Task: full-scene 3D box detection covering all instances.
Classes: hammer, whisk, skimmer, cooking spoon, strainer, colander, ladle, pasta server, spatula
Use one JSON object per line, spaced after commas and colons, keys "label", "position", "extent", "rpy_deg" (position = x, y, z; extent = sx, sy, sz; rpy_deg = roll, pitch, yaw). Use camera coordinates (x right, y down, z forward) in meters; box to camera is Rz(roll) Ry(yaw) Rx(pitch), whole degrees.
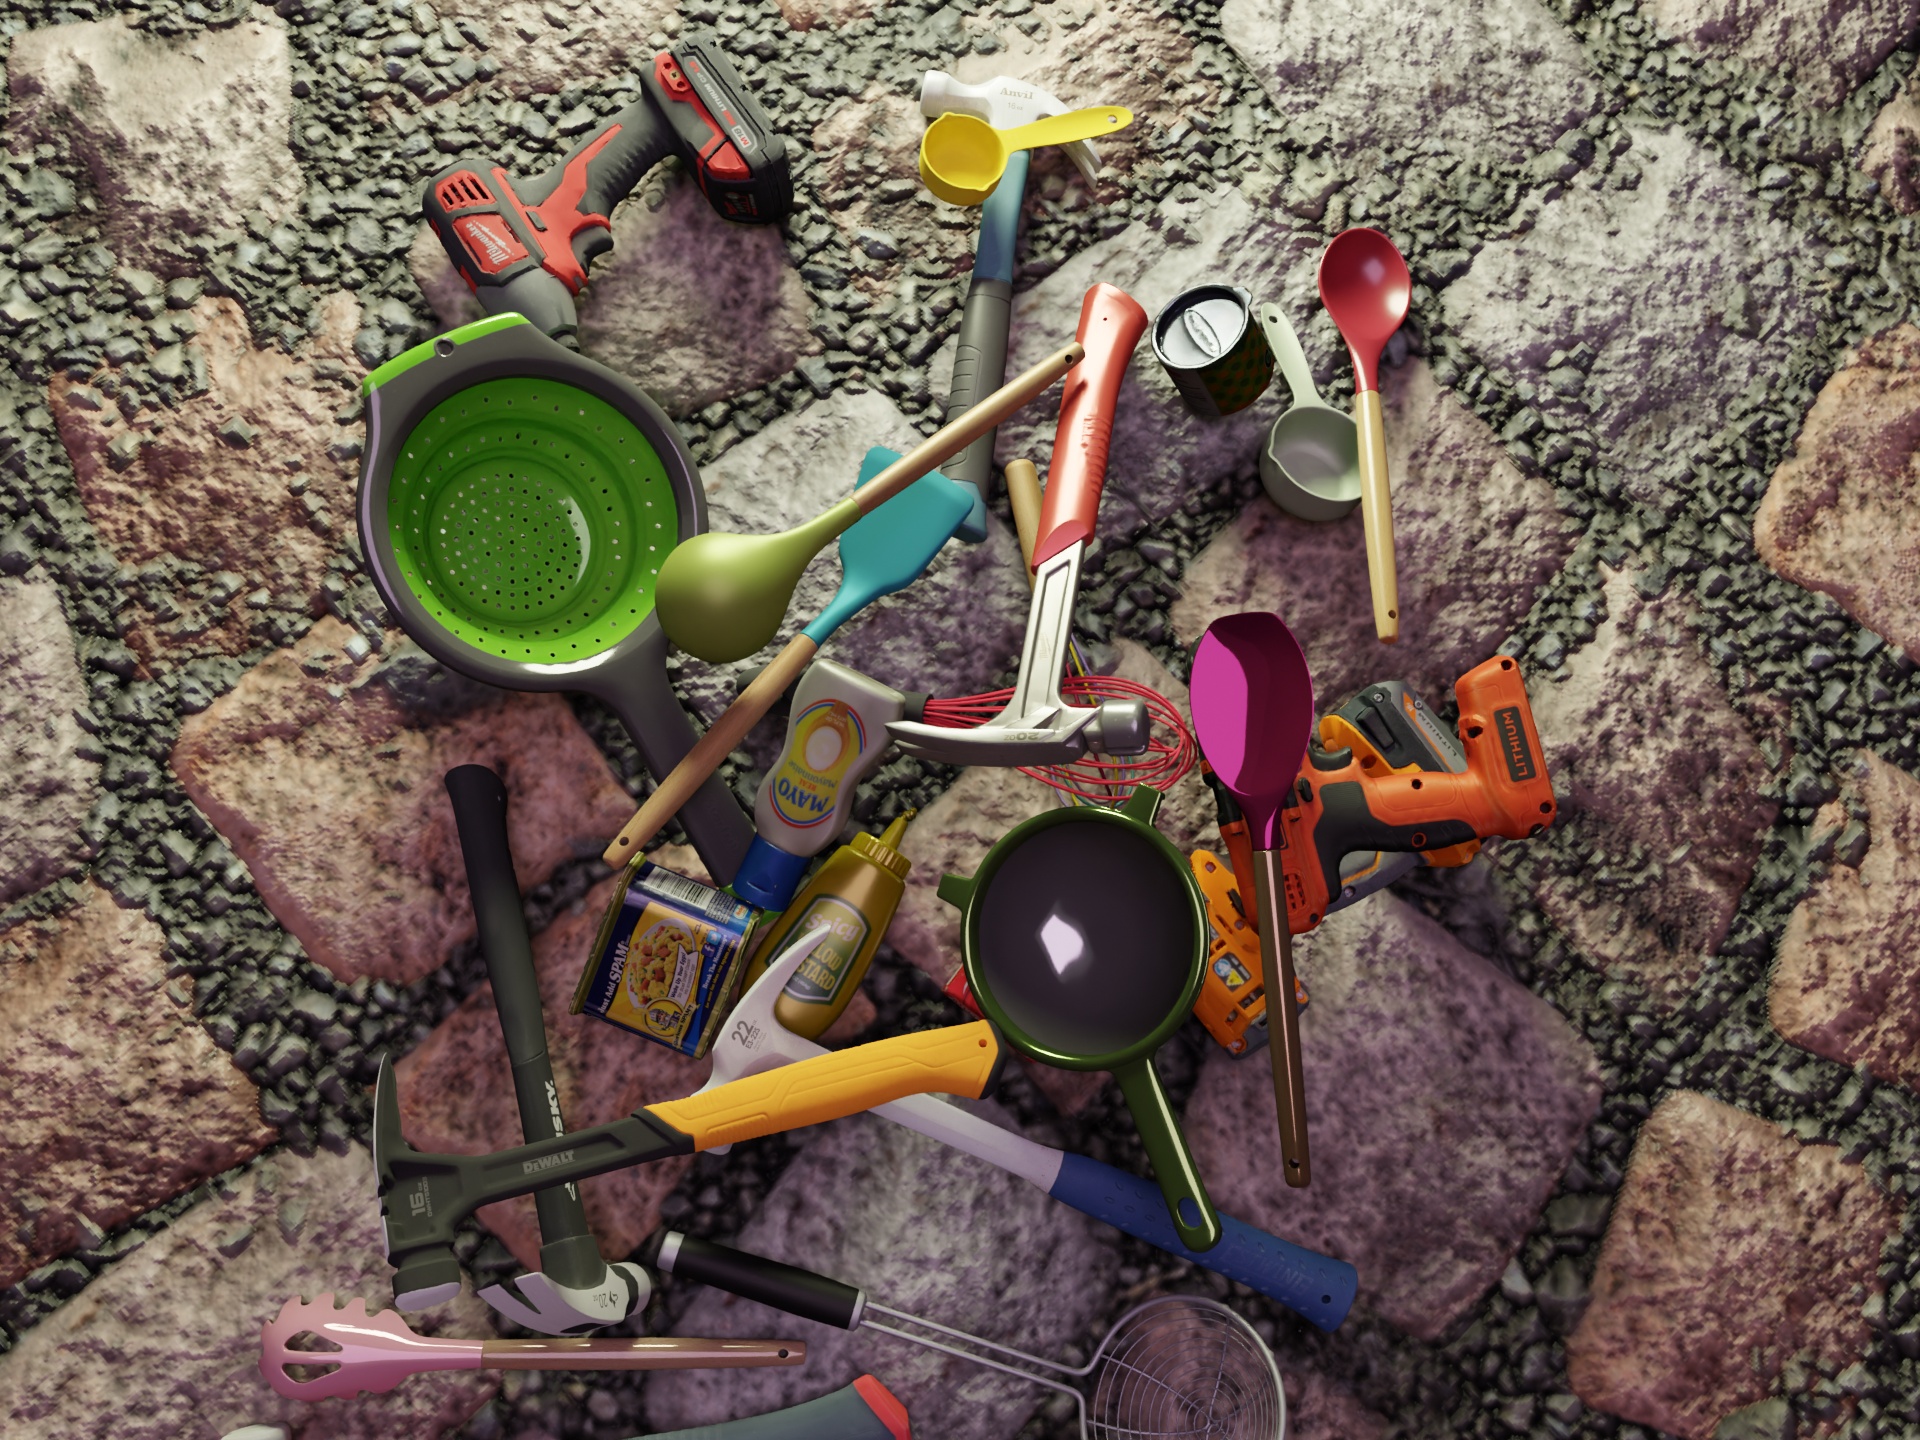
{"label": "hammer", "position": [0.059, -0.131, 0.979], "extent": [0.149, 0.036, 0.359], "rpy_deg": [0, 57, 18]}
{"label": "whisk", "position": [-0.002, -0.003, 0.968], "extent": [0.296, 0.073, 0.073], "rpy_deg": [8, 78, 17]}
{"label": "skimmer", "position": [0.000, 0.355, 0.908], "extent": [0.363, 0.090, 0.127], "rpy_deg": [17, 69, 2]}
{"label": "cooking spoon", "position": [0.173, 0.098, 0.886], "extent": [0.069, 0.017, 0.319], "rpy_deg": [-6, 86, 17]}
{"label": "strainer", "position": [0.099, 0.174, 0.916], "extent": [0.151, 0.069, 0.256], "rpy_deg": [-27, 74, 19]}
{"label": "hammer", "position": [-0.255, 0.183, 0.920], "extent": [0.035, 0.146, 0.335], "rpy_deg": [-19, 72, 6]}
{"label": "colander", "position": [-0.226, -0.045, 0.982], "extent": [0.204, 0.094, 0.397], "rpy_deg": [-33, 101, -25]}
{"label": "hammer", "position": [0.048, 0.255, 0.934], "extent": [0.405, 0.035, 0.144], "rpy_deg": [25, 84, -6]}
{"label": "hammer", "position": [-0.218, 0.449, 0.906], "extent": [0.386, 0.038, 0.143], "rpy_deg": [-7, 81, -5]}
{"label": "whisk", "position": [0.066, -0.054, 1.019], "extent": [0.051, 0.047, 0.245], "rpy_deg": [-11, 77, -4]}
{"label": "ladle", "position": [-0.049, -0.143, 0.973], "extent": [0.320, 0.062, 0.078], "rpy_deg": [-38, 105, -18]}
{"label": "hammer", "position": [0.017, -0.277, 1.057], "extent": [0.128, 0.033, 0.331], "rpy_deg": [8, 76, -2]}
{"label": "ladle", "position": [0.267, -0.189, 1.028], "extent": [0.069, 0.031, 0.316], "rpy_deg": [9, 63, -11]}
{"label": "pasta server", "position": [-0.249, 0.368, 0.927], "extent": [0.316, 0.040, 0.060], "rpy_deg": [2, 79, -7]}
{"label": "hammer", "position": [-0.137, 0.206, 0.852], "extent": [0.337, 0.034, 0.127], "rpy_deg": [-10, 61, -18]}
{"label": "spatula", "position": [-0.111, -0.036, 0.964], "extent": [0.082, 0.044, 0.317], "rpy_deg": [31, 65, 17]}

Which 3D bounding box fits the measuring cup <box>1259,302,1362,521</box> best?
{"label": "measuring cup", "position": [0.224, -0.205, 1.065], "extent": [0.083, 0.038, 0.168], "rpy_deg": [-5, 63, -16]}

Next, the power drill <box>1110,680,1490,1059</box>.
{"label": "power drill", "position": [0.204, 0.076, 0.984], "extent": [0.226, 0.084, 0.164], "rpy_deg": [-39, 82, -6]}

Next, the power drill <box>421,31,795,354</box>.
{"label": "power drill", "position": [-0.225, -0.335, 1.040], "extent": [0.219, 0.078, 0.143], "rpy_deg": [-32, 83, -6]}

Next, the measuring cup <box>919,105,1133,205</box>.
{"label": "measuring cup", "position": [0.044, -0.381, 1.059], "extent": [0.156, 0.029, 0.062], "rpy_deg": [-20, 77, -19]}
